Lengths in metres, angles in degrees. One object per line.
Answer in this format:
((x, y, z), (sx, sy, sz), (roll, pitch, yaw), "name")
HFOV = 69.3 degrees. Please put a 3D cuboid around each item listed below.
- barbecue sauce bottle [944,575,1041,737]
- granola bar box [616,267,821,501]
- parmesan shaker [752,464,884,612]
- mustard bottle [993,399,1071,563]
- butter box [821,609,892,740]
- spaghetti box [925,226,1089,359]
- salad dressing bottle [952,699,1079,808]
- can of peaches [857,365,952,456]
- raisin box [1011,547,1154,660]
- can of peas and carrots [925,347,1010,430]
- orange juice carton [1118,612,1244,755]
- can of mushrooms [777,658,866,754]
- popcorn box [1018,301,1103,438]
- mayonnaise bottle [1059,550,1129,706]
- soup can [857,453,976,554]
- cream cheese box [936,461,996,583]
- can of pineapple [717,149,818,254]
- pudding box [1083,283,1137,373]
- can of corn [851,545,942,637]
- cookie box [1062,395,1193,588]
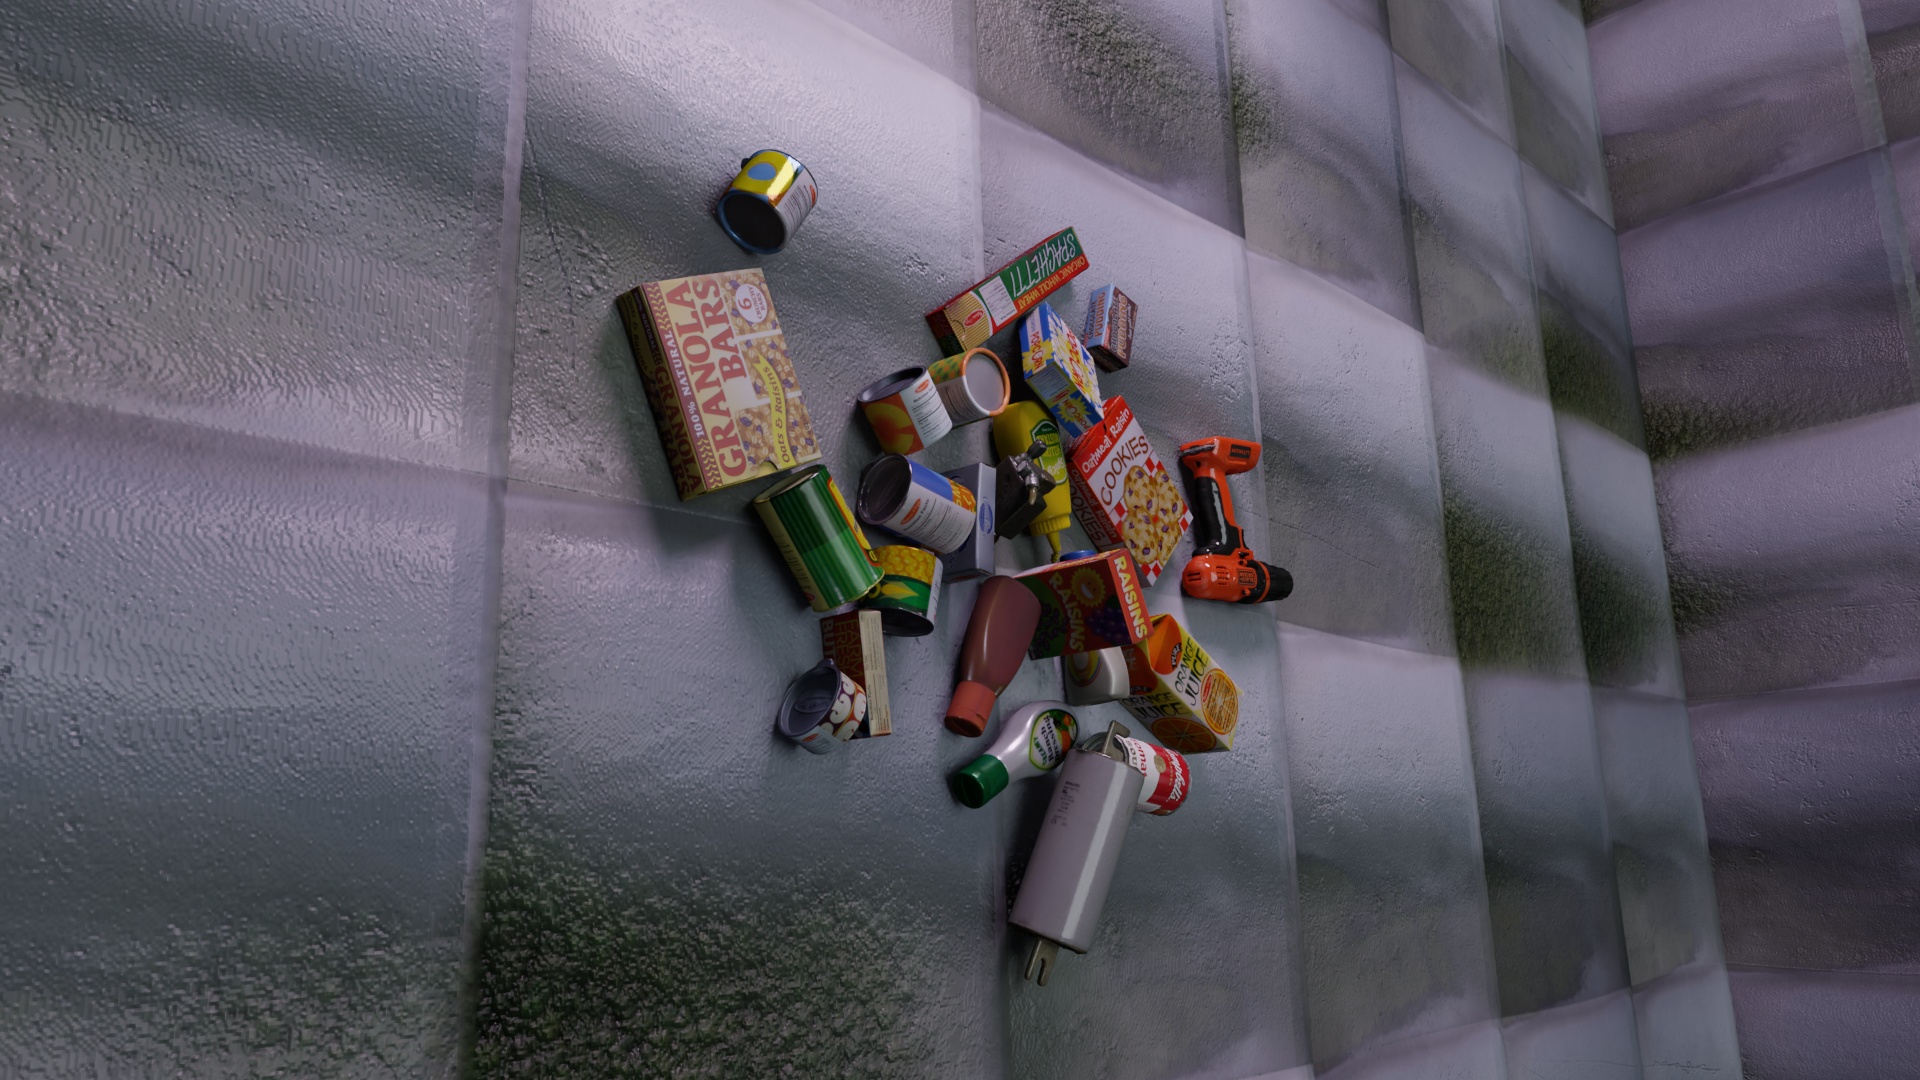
((0.027, 0.107, 1.259), (0.064, 0.043, 0.149), (44, 52, -30), "barbecue sauce bottle")
((-0.188, -0.126, 1.096), (0.125, 0.039, 0.165), (-21, 95, -47), "granola bar box")
((-0.113, -0.002, 1.118), (0.072, 0.071, 0.103), (-42, 111, -44), "parmesan shaker")
((0.077, -0.056, 1.352), (0.065, 0.048, 0.160), (-15, 91, -49), "mustard bottle")
((-0.085, 0.110, 1.132), (0.024, 0.053, 0.103), (3, 77, -44), "butter box")
((0.053, -0.252, 1.395), (0.251, 0.028, 0.050), (-41, 110, -44), "spaghetti box")
((0.051, 0.194, 1.260), (0.148, 0.044, 0.064), (-28, 107, -47), "salad dressing bottle")
((-0.050, -0.113, 1.220), (0.071, 0.071, 0.058), (-47, 119, -43), "can of peaches")
((0.112, 0.061, 1.303), (0.040, 0.123, 0.086), (-20, 94, -47), "raisin box")
((0.005, -0.142, 1.292), (0.071, 0.058, 0.071), (15, 70, -44), "can of peas and carrots")
((0.205, 0.138, 1.419), (0.192, 0.071, 0.073), (44, 51, -30), "orange juice carton")
((-0.108, 0.131, 1.091), (0.033, 0.071, 0.071), (43, 52, -32), "can of mushrooms")
((0.099, -0.171, 1.378), (0.085, 0.038, 0.127), (47, 24, -29), "popcorn box")
((0.125, 0.085, 1.358), (0.041, 0.064, 0.148), (4, 73, -43), "mayonnaise bottle")
((-0.039, -0.033, 1.213), (0.084, 0.071, 0.071), (26, 62, -41), "soup can")
((0.005, -0.016, 1.261), (0.024, 0.053, 0.104), (20, 65, -45), "cream cheese box")
((-0.161, -0.280, 1.149), (0.071, 0.071, 0.058), (47, 50, -28), "can of pineapple")
((0.162, -0.230, 1.504), (0.049, 0.030, 0.084), (33, 57, -36), "pudding box")
((-0.053, 0.043, 1.176), (0.071, 0.071, 0.058), (30, 59, -39), "can of corn")
((0.171, -0.050, 1.457), (0.167, 0.040, 0.123), (56, 46, -20), "cookie box")
